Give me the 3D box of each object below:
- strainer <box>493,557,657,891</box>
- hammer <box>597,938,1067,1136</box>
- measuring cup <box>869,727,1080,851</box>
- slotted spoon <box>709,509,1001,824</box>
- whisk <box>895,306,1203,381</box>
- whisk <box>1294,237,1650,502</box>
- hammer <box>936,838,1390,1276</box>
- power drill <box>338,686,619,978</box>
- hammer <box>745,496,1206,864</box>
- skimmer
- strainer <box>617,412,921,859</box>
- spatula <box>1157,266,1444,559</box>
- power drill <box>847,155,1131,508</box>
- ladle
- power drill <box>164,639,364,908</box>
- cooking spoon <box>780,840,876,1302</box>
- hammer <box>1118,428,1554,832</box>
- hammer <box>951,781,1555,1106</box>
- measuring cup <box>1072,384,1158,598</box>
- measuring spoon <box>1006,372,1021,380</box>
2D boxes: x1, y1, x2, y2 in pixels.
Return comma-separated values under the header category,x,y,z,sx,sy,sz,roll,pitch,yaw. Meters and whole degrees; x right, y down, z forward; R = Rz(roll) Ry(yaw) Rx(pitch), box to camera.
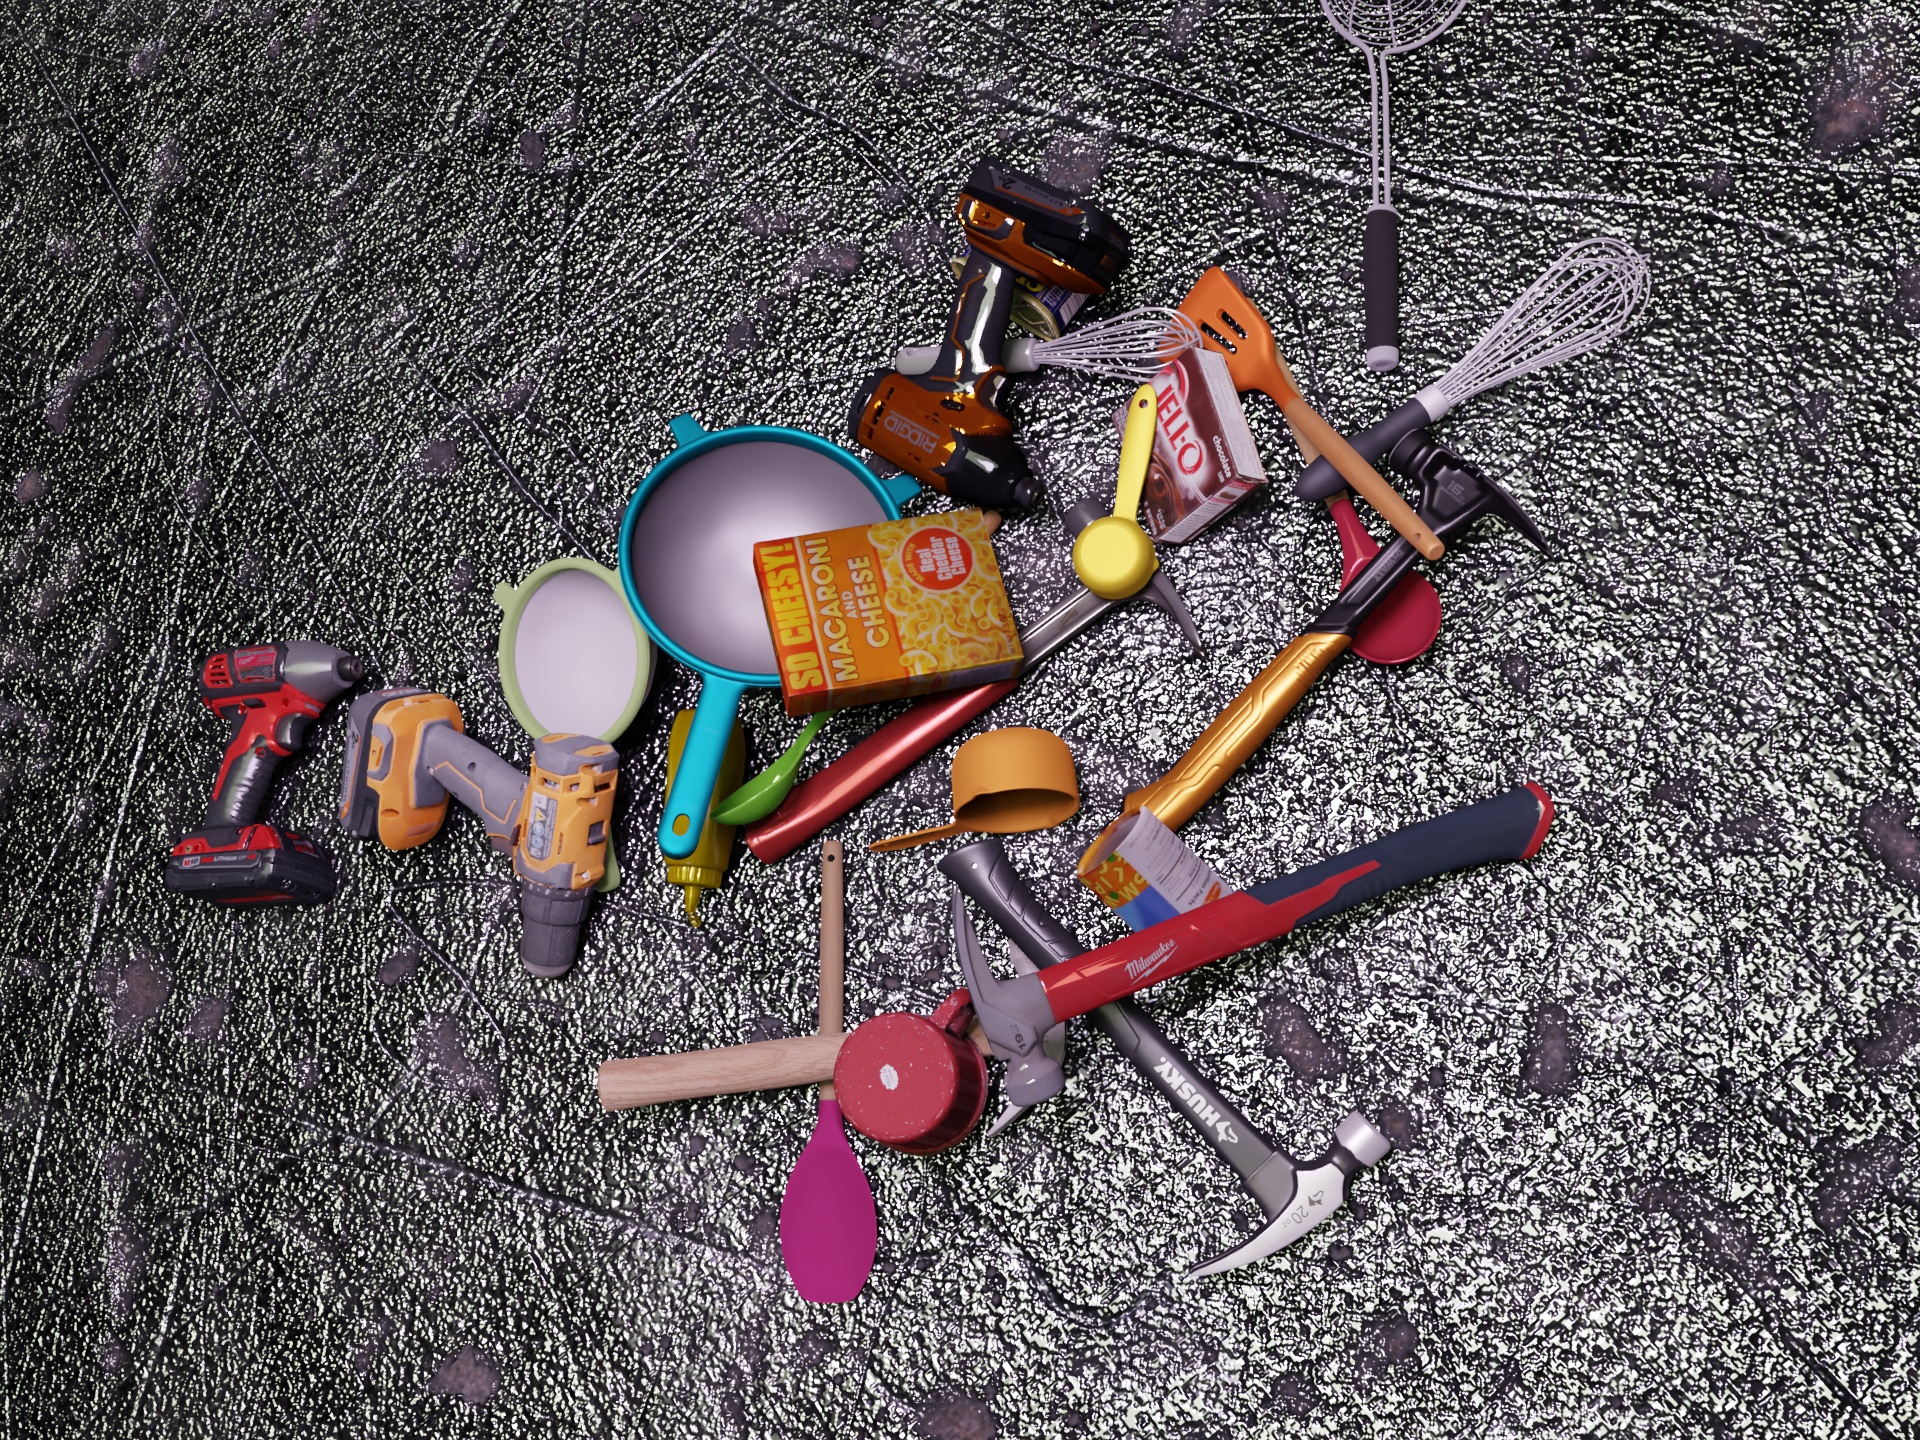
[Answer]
category,x,y,z,sx,sy,sz,roll,pitch,yaw
strainer,-0.276,0.002,1.237,0.151,0.069,0.256,-8,90,30
hammer,-0.090,0.235,1.098,0.331,0.031,0.130,-10,73,8
measuring cup,0.003,0.051,1.125,0.173,0.095,0.052,-18,63,32
slotted spoon,-0.070,-0.038,1.168,0.031,0.070,0.314,43,76,-15
whisk,0.063,-0.277,1.199,0.246,0.059,0.058,2,38,24
whisk,0.349,-0.235,1.089,0.284,0.070,0.070,-35,67,3
hammer,0.106,0.205,1.038,0.146,0.035,0.335,-45,74,1
power drill,-0.366,0.082,1.215,0.226,0.084,0.185,17,105,24
hammer,-0.002,-0.004,1.157,0.359,0.036,0.149,-37,67,4
skimmer,0.318,-0.436,1.150,0.127,0.090,0.363,6,77,-13
strainer,-0.161,-0.050,1.167,0.211,0.095,0.341,15,69,-3
spatula,0.233,-0.205,1.087,0.081,0.041,0.323,-57,38,26
power drill,0.031,-0.269,1.149,0.164,0.084,0.226,34,104,24
ladle,0.257,-0.175,1.128,0.069,0.031,0.316,-22,67,10
power drill,-0.566,0.038,1.310,0.143,0.078,0.220,-6,70,16
cooking spoon,-0.091,0.242,1.123,0.069,0.017,0.319,-4,74,11
hammer,0.234,-0.034,1.063,0.337,0.034,0.127,-48,57,9
hammer,0.187,0.106,1.000,0.386,0.038,0.143,-21,93,-5
measuring cup,0.115,-0.164,1.120,0.062,0.029,0.156,9,87,21
measuring spoon,0.013,-0.245,1.230,0.042,0.021,0.128,34,87,24
